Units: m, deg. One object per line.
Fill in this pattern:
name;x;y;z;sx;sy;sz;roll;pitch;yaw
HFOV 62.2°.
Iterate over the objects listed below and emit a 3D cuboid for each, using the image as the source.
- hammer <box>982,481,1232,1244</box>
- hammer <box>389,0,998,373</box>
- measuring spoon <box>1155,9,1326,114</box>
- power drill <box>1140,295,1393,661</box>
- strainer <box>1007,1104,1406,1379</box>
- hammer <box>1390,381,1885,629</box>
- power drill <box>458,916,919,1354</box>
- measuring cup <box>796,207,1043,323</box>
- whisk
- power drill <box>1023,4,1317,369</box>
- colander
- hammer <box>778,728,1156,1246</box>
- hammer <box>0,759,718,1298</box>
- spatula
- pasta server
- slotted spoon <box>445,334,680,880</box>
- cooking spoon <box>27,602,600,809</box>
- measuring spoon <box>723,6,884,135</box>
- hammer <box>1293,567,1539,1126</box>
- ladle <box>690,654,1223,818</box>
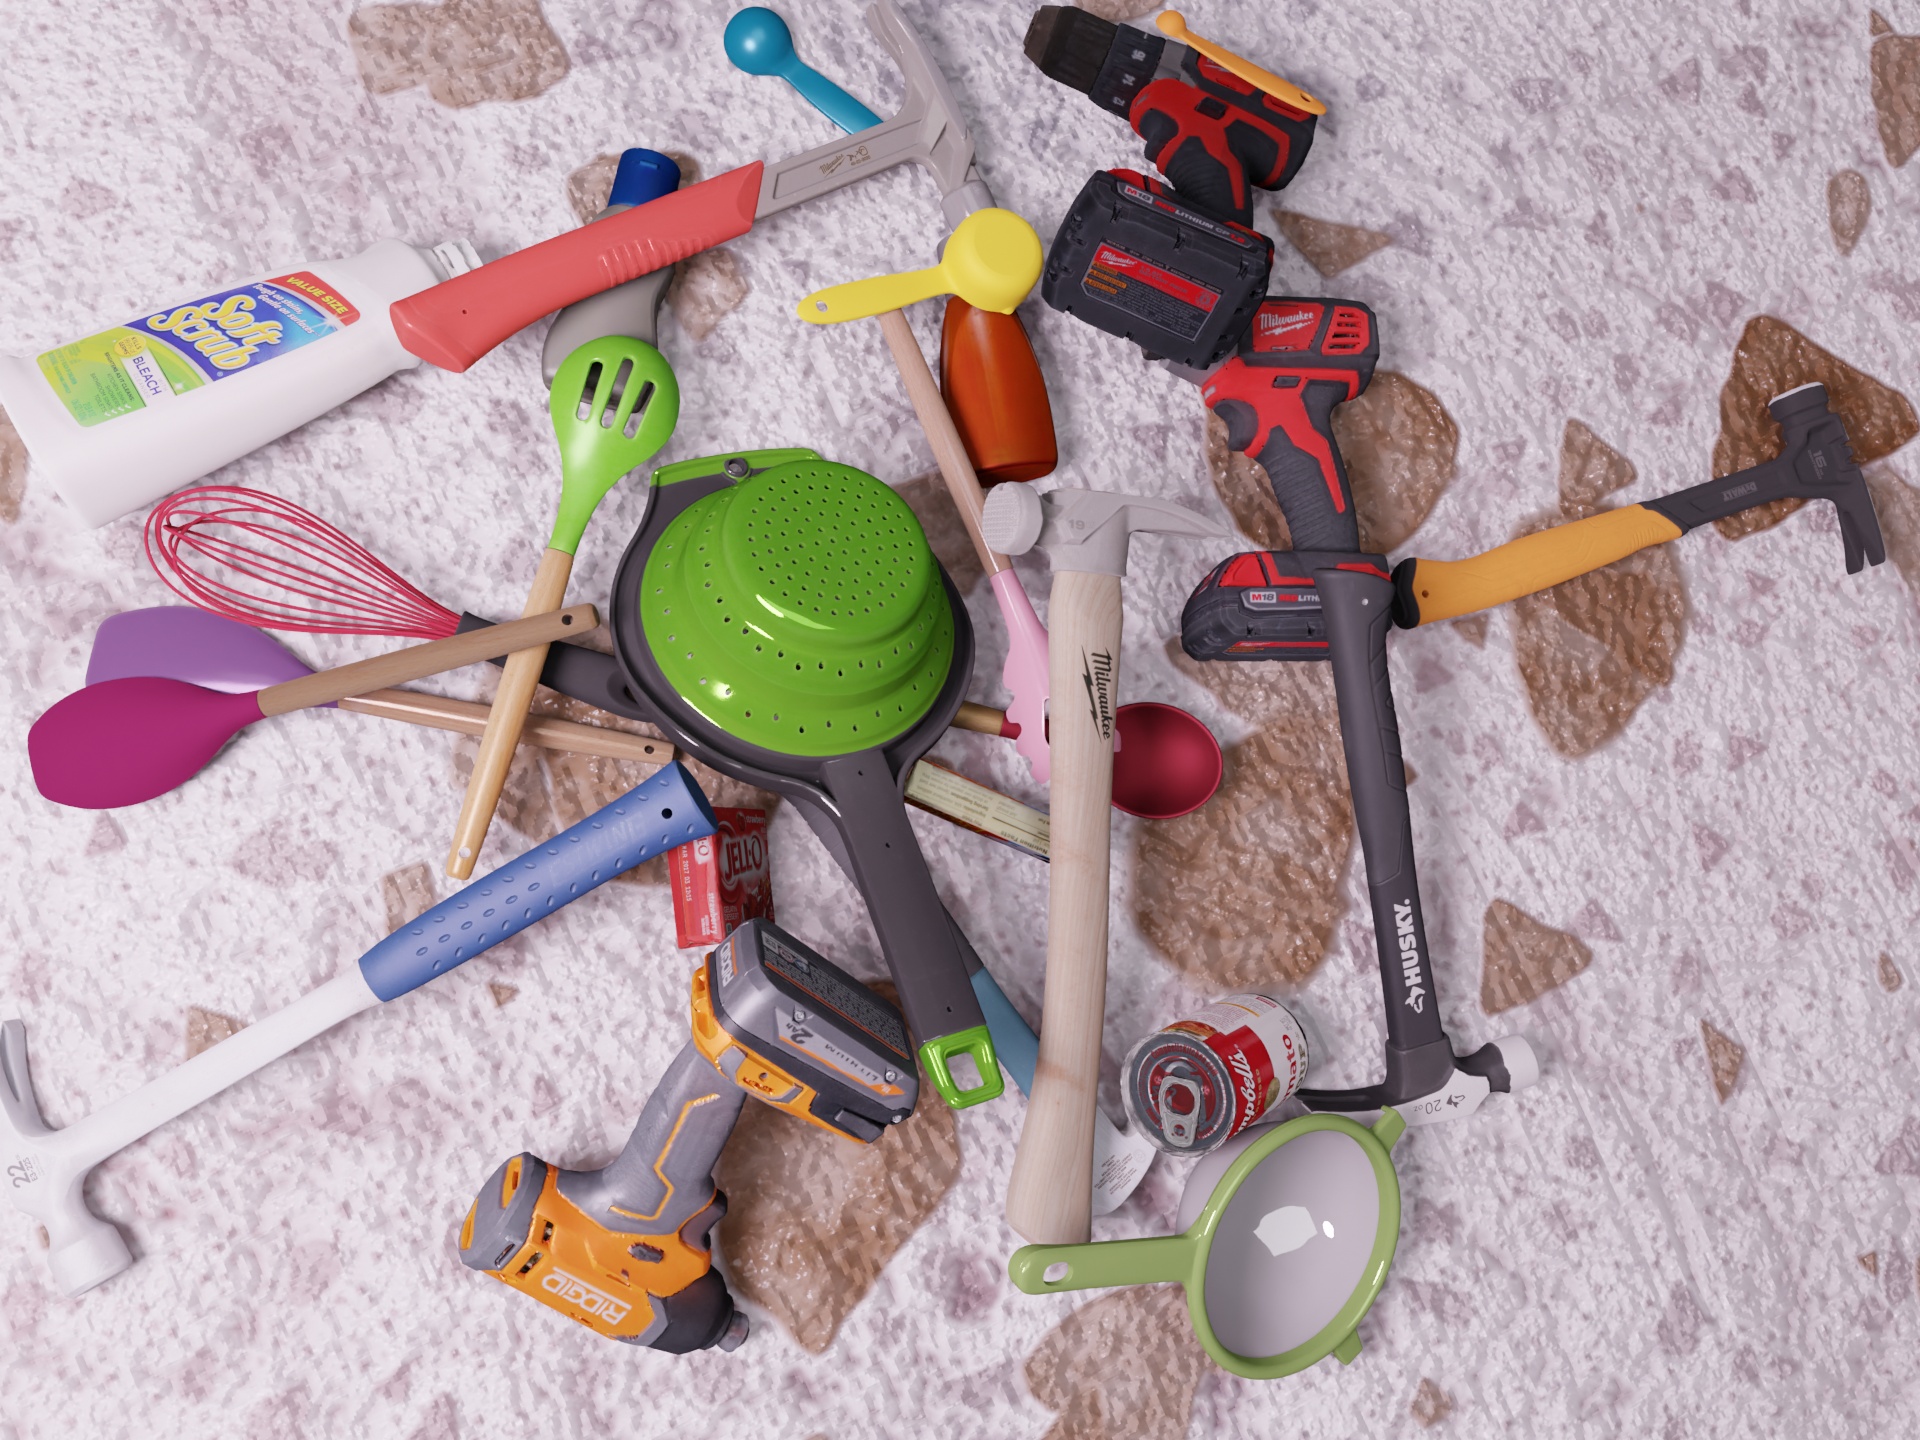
hammer;0.072;0.082;0.864;0.146;0.038;0.410;2;92;-31
hammer;-0.152;-0.293;0.899;0.359;0.037;0.149;-29;94;-22
measuring spoon;0.170;-0.396;0.955;0.117;0.011;0.021;29;49;0
power drill;0.183;-0.150;0.955;0.143;0.078;0.220;0;80;-10
strainer;0.125;0.278;0.864;0.256;0.069;0.151;6;96;-30
hammer;0.426;-0.113;1.011;0.337;0.034;0.127;-17;85;-11
power drill;-0.124;0.229;0.819;0.164;0.084;0.226;38;101;-22
measuring cup;-0.020;-0.253;0.901;0.156;0.029;0.062;-22;86;-26
whisk;-0.294;-0.057;0.872;0.295;0.073;0.073;20;80;-13
power drill;0.109;-0.328;0.933;0.188;0.080;0.227;22;53;-6
colander;-0.050;0.001;0.823;0.204;0.094;0.397;-13;68;-25
hammer;-0.007;0.138;0.904;0.128;0.033;0.331;-38;90;-11
hammer;-0.311;0.132;0.808;0.405;0.035;0.144;-30;87;2
spatula;-0.315;-0.012;0.879;0.316;0.018;0.060;11;80;-7
pasta server;0.013;-0.107;0.909;0.060;0.040;0.316;-23;85;-1
slotted spoon;-0.222;-0.066;0.859;0.070;0.031;0.314;18;82;-13
cooking spoon;-0.344;-0.016;0.841;0.319;0.017;0.069;-15;87;3
measuring spoon;-0.088;-0.389;0.965;0.128;0.021;0.042;37;78;-2
hammer;0.239;0.075;0.909;0.146;0.035;0.334;-14;101;-10
ladle;-0.001;-0.003;0.928;0.315;0.031;0.069;13;81;-6
